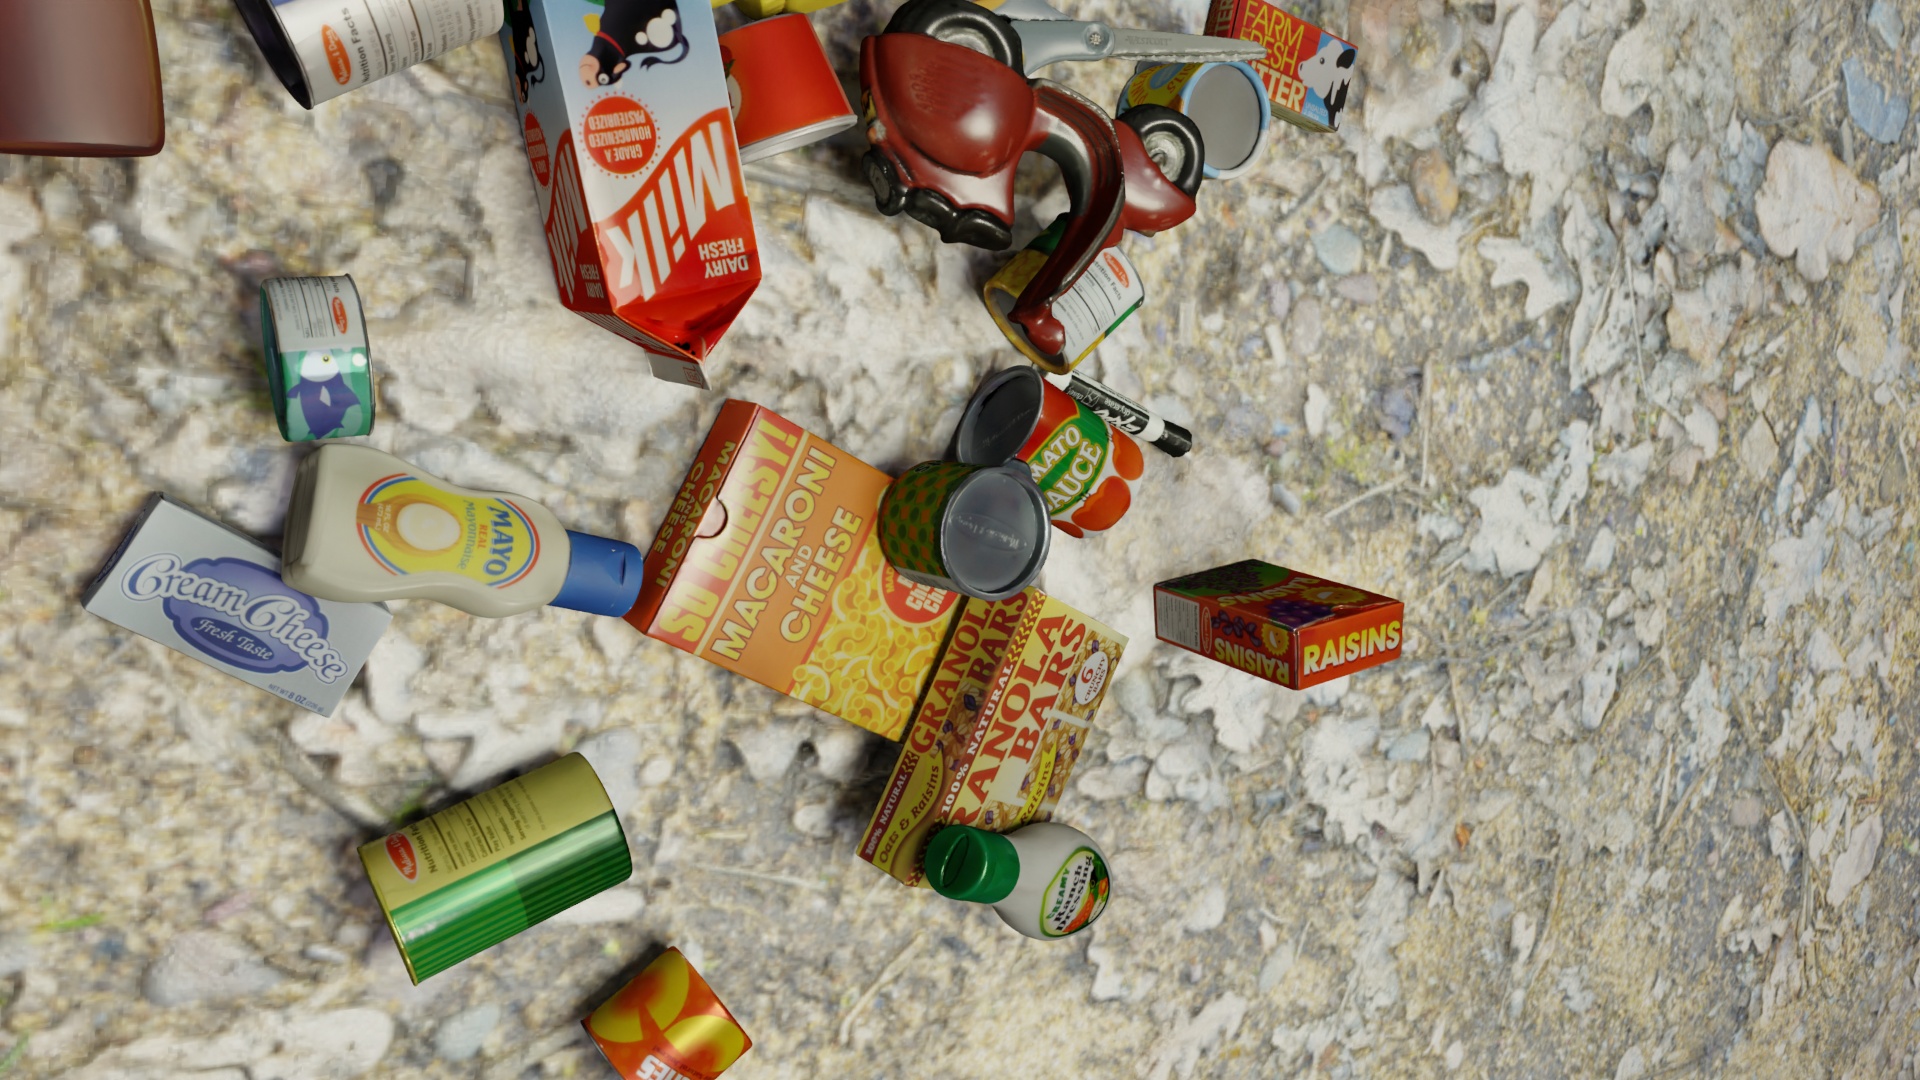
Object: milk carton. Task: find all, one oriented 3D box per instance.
[{"bbox_3d":[-0.142,-0.161,0.608,0.074,0.072,0.190,-18,109,-29],"label":"milk carton"}]

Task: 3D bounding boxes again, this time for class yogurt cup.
[{"bbox_3d":[-0.087,-0.208,0.640,0.072,0.072,0.053,-25,105,-26],"label":"yogurt cup"}]

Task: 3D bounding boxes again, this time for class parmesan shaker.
[{"bbox_3d":[-0.209,0.149,0.631,0.103,0.071,0.071,-23,111,-27],"label":"parmesan shaker"}]

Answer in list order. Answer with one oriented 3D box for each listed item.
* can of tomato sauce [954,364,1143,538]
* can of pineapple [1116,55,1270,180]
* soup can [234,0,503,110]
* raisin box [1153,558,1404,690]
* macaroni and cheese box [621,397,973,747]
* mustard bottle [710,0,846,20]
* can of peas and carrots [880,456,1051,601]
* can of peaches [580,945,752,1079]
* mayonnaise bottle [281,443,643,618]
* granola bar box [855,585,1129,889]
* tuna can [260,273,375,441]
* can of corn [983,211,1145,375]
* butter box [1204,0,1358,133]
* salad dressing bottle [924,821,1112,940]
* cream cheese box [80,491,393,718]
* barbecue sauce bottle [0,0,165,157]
[{"bbox_3d":[0.050,-0.046,0.755,0.083,0.071,0.071,30,84,-34],"label":"can of tomato sauce"},{"bbox_3d":[0.129,-0.235,0.773,0.071,0.058,0.071,-7,104,-31],"label":"can of pineapple"},{"bbox_3d":[-0.235,-0.218,0.544,0.084,0.071,0.071,-34,116,-23],"label":"soup can"},{"bbox_3d":[0.188,0.047,0.831,0.086,0.123,0.040,-11,107,-30],"label":"raisin box"},{"bbox_3d":[-0.070,0.019,0.710,0.166,0.040,0.124,29,83,-34],"label":"macaroni and cheese box"},{"bbox_3d":[-0.062,-0.281,0.645,0.161,0.049,0.065,-37,100,-16],"label":"mustard bottle"},{"bbox_3d":[0.002,-0.009,0.693,0.071,0.058,0.071,-5,98,-34],"label":"can of peas and carrots"},{"bbox_3d":[-0.145,0.247,0.693,0.058,0.071,0.071,-38,118,-21],"label":"can of peaches"},{"bbox_3d":[-0.213,0.004,0.609,0.148,0.041,0.065,15,66,-40],"label":"mayonnaise bottle"},{"bbox_3d":[0.021,0.110,0.765,0.124,0.039,0.165,29,84,-56],"label":"granola bar box"},{"bbox_3d":[-0.259,-0.071,0.559,0.033,0.071,0.071,-9,105,-30],"label":"tuna can"},{"bbox_3d":[0.054,-0.131,0.743,0.058,0.071,0.071,-44,120,-11],"label":"can of corn"},{"bbox_3d":[0.188,-0.282,0.822,0.103,0.024,0.053,10,95,-33],"label":"butter box"},{"bbox_3d":[0.032,0.179,0.742,0.147,0.044,0.064,31,82,-55],"label":"salad dressing bottle"},{"bbox_3d":[-0.298,0.028,0.578,0.103,0.024,0.053,35,80,-33],"label":"cream cheese box"},{"bbox_3d":[-0.328,-0.214,0.497,0.065,0.043,0.148,-7,103,-31],"label":"barbecue sauce bottle"}]
